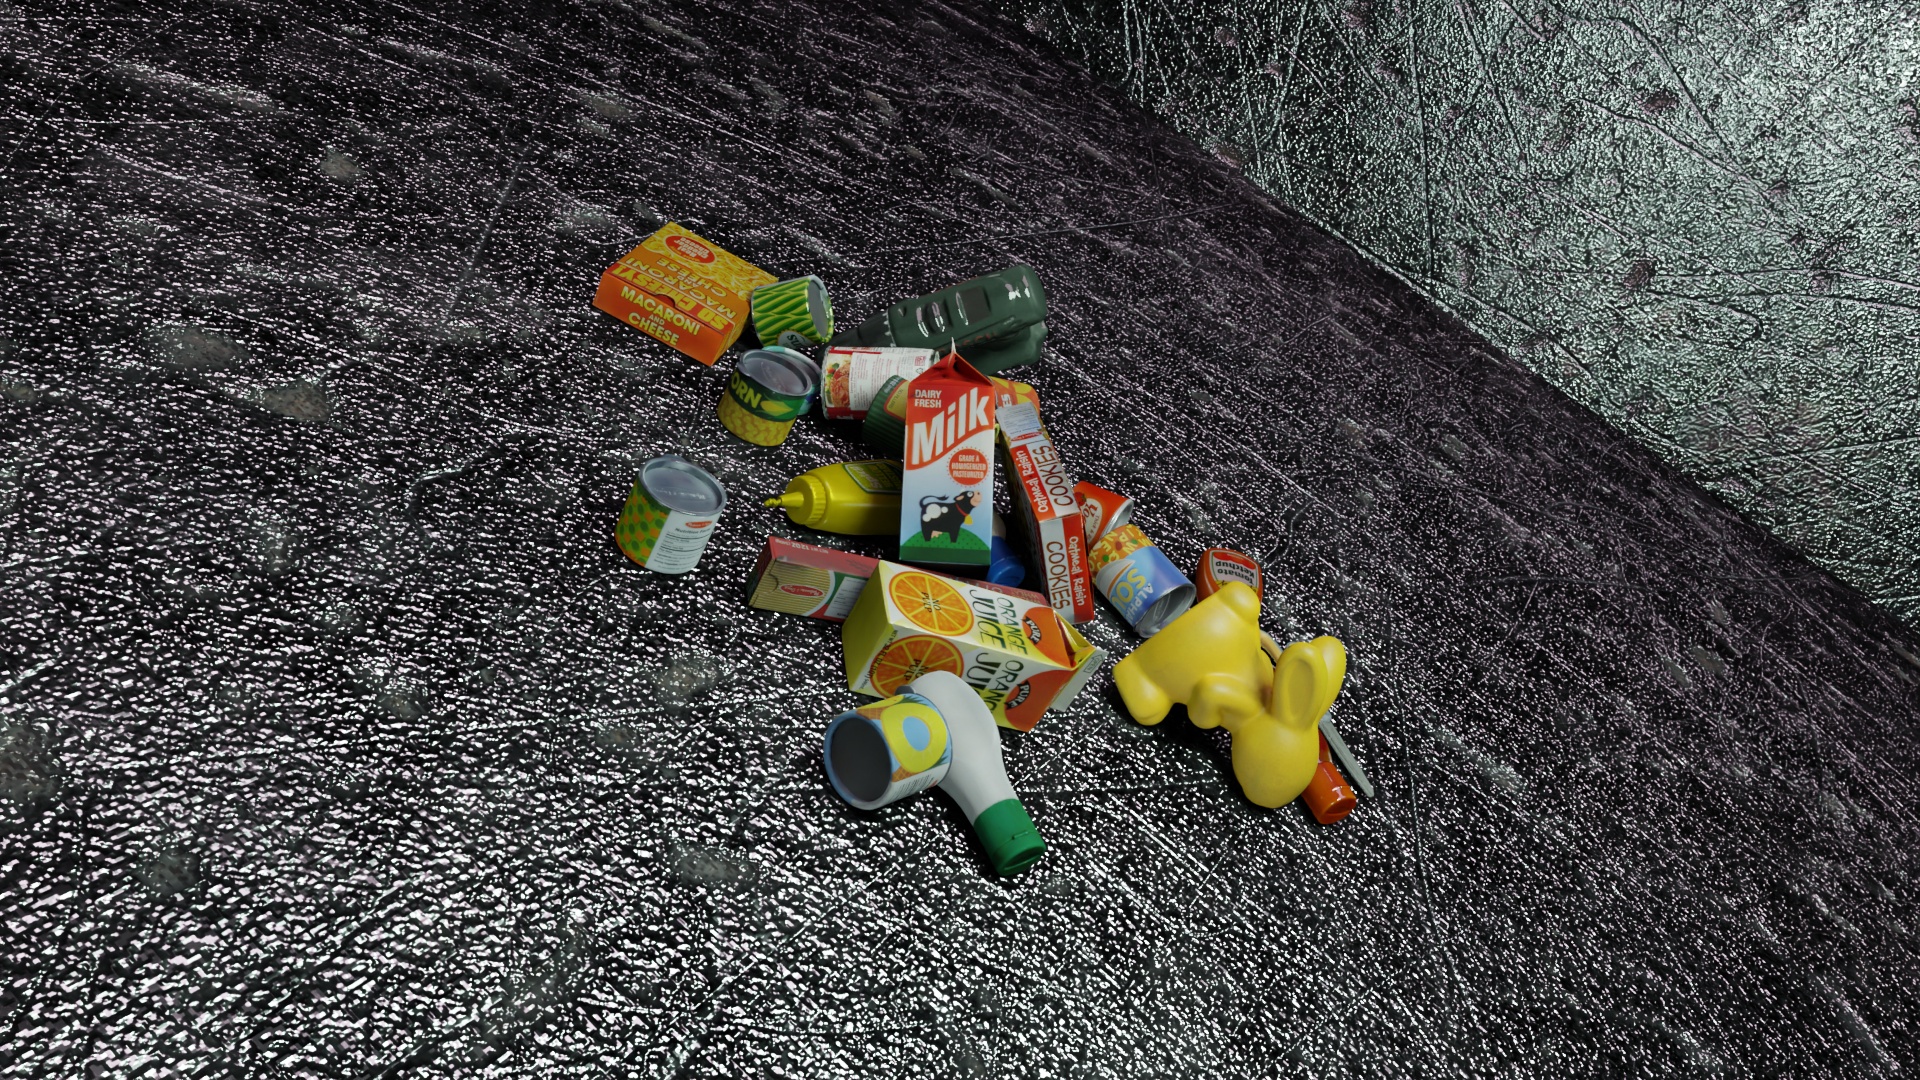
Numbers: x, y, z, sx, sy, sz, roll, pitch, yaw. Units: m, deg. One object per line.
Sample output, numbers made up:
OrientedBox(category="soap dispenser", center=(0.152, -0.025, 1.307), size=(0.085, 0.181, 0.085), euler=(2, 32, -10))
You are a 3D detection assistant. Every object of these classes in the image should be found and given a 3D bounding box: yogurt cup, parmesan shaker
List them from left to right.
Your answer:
OrientedBox(category="parmesan shaker", center=(-0.028, -0.093, 1.210), size=(0.103, 0.071, 0.071), euler=(27, 29, 8))
OrientedBox(category="yogurt cup", center=(0.125, -0.021, 1.317), size=(0.054, 0.072, 0.073), euler=(30, 28, 16))

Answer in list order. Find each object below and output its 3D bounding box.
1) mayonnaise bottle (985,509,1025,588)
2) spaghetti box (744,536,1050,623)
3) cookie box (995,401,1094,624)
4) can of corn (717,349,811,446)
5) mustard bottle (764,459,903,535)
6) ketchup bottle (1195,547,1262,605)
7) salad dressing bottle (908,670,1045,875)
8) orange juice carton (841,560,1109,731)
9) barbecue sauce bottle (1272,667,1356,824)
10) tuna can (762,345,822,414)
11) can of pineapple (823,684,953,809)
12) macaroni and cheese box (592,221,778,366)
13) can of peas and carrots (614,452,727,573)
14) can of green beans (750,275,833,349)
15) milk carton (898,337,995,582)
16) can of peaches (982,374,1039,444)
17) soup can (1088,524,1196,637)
OrientedBox(category="mayonnaise bottle", center=(0.004, -0.015, 1.222), size=(0.065, 0.041, 0.148), euler=(-3, 45, -38))
OrientedBox(category="spaghetti box", center=(-0.042, 0.046, 1.075), size=(0.250, 0.050, 0.029), euler=(13, 35, -29))
OrientedBox(category="cookie box", center=(0.074, -0.024, 1.217), size=(0.040, 0.122, 0.168), euler=(-14, 40, -3))
OrientedBox(category="can of corn", center=(-0.173, -0.124, 1.208), size=(0.071, 0.058, 0.071), euler=(23, 30, -14))
OrientedBox(category="mustard bottle", center=(-0.095, -0.035, 1.152), size=(0.161, 0.048, 0.065), euler=(-5, 43, -46))
OrientedBox(category="ketchup bottle", center=(0.257, 0.063, 1.327), size=(0.065, 0.043, 0.149), euler=(17, 31, 0))
OrientedBox(category="salad dressing bottle", center=(0.008, 0.159, 0.954), size=(0.064, 0.043, 0.148), euler=(-15, 53, -24))
OrientedBox(category="orange juice carton", center=(0.014, 0.086, 1.044), size=(0.193, 0.071, 0.073), euler=(16, 33, -23))
OrientedBox(category="barbecue sauce bottle", center=(0.282, 0.172, 1.185), size=(0.065, 0.043, 0.149), euler=(8, 37, -35))
OrientedBox(category="tuna can", center=(-0.162, -0.148, 1.280), size=(0.071, 0.032, 0.071), euler=(23, 30, -14))
OrientedBox(category="can of pineapple", center=(-0.049, 0.137, 0.915), size=(0.058, 0.070, 0.071), euler=(-11, 49, -49))
OrientedBox(category="macaroni and cheese box", center=(-0.258, -0.239, 1.324), size=(0.124, 0.040, 0.167), euler=(28, 29, -4))
OrientedBox(category="can of peas and carrots", center=(-0.213, -0.020, 1.013), size=(0.071, 0.058, 0.071), euler=(23, 30, -14))
OrientedBox(category="can of green beans", center=(-0.160, -0.217, 1.331), size=(0.058, 0.071, 0.071), euler=(-9, 25, 16))
OrientedBox(category="milk carton", center=(-0.010, -0.064, 1.127), size=(0.073, 0.072, 0.191), euler=(3, 72, -2))
OrientedBox(category="can of peaches", center=(0.040, -0.129, 1.399), size=(0.058, 0.071, 0.071), euler=(8, 37, -36))
OrientedBox(category="soup can", center=(0.159, 0.037, 1.258), size=(0.071, 0.071, 0.084), euler=(-4, 44, -46))
